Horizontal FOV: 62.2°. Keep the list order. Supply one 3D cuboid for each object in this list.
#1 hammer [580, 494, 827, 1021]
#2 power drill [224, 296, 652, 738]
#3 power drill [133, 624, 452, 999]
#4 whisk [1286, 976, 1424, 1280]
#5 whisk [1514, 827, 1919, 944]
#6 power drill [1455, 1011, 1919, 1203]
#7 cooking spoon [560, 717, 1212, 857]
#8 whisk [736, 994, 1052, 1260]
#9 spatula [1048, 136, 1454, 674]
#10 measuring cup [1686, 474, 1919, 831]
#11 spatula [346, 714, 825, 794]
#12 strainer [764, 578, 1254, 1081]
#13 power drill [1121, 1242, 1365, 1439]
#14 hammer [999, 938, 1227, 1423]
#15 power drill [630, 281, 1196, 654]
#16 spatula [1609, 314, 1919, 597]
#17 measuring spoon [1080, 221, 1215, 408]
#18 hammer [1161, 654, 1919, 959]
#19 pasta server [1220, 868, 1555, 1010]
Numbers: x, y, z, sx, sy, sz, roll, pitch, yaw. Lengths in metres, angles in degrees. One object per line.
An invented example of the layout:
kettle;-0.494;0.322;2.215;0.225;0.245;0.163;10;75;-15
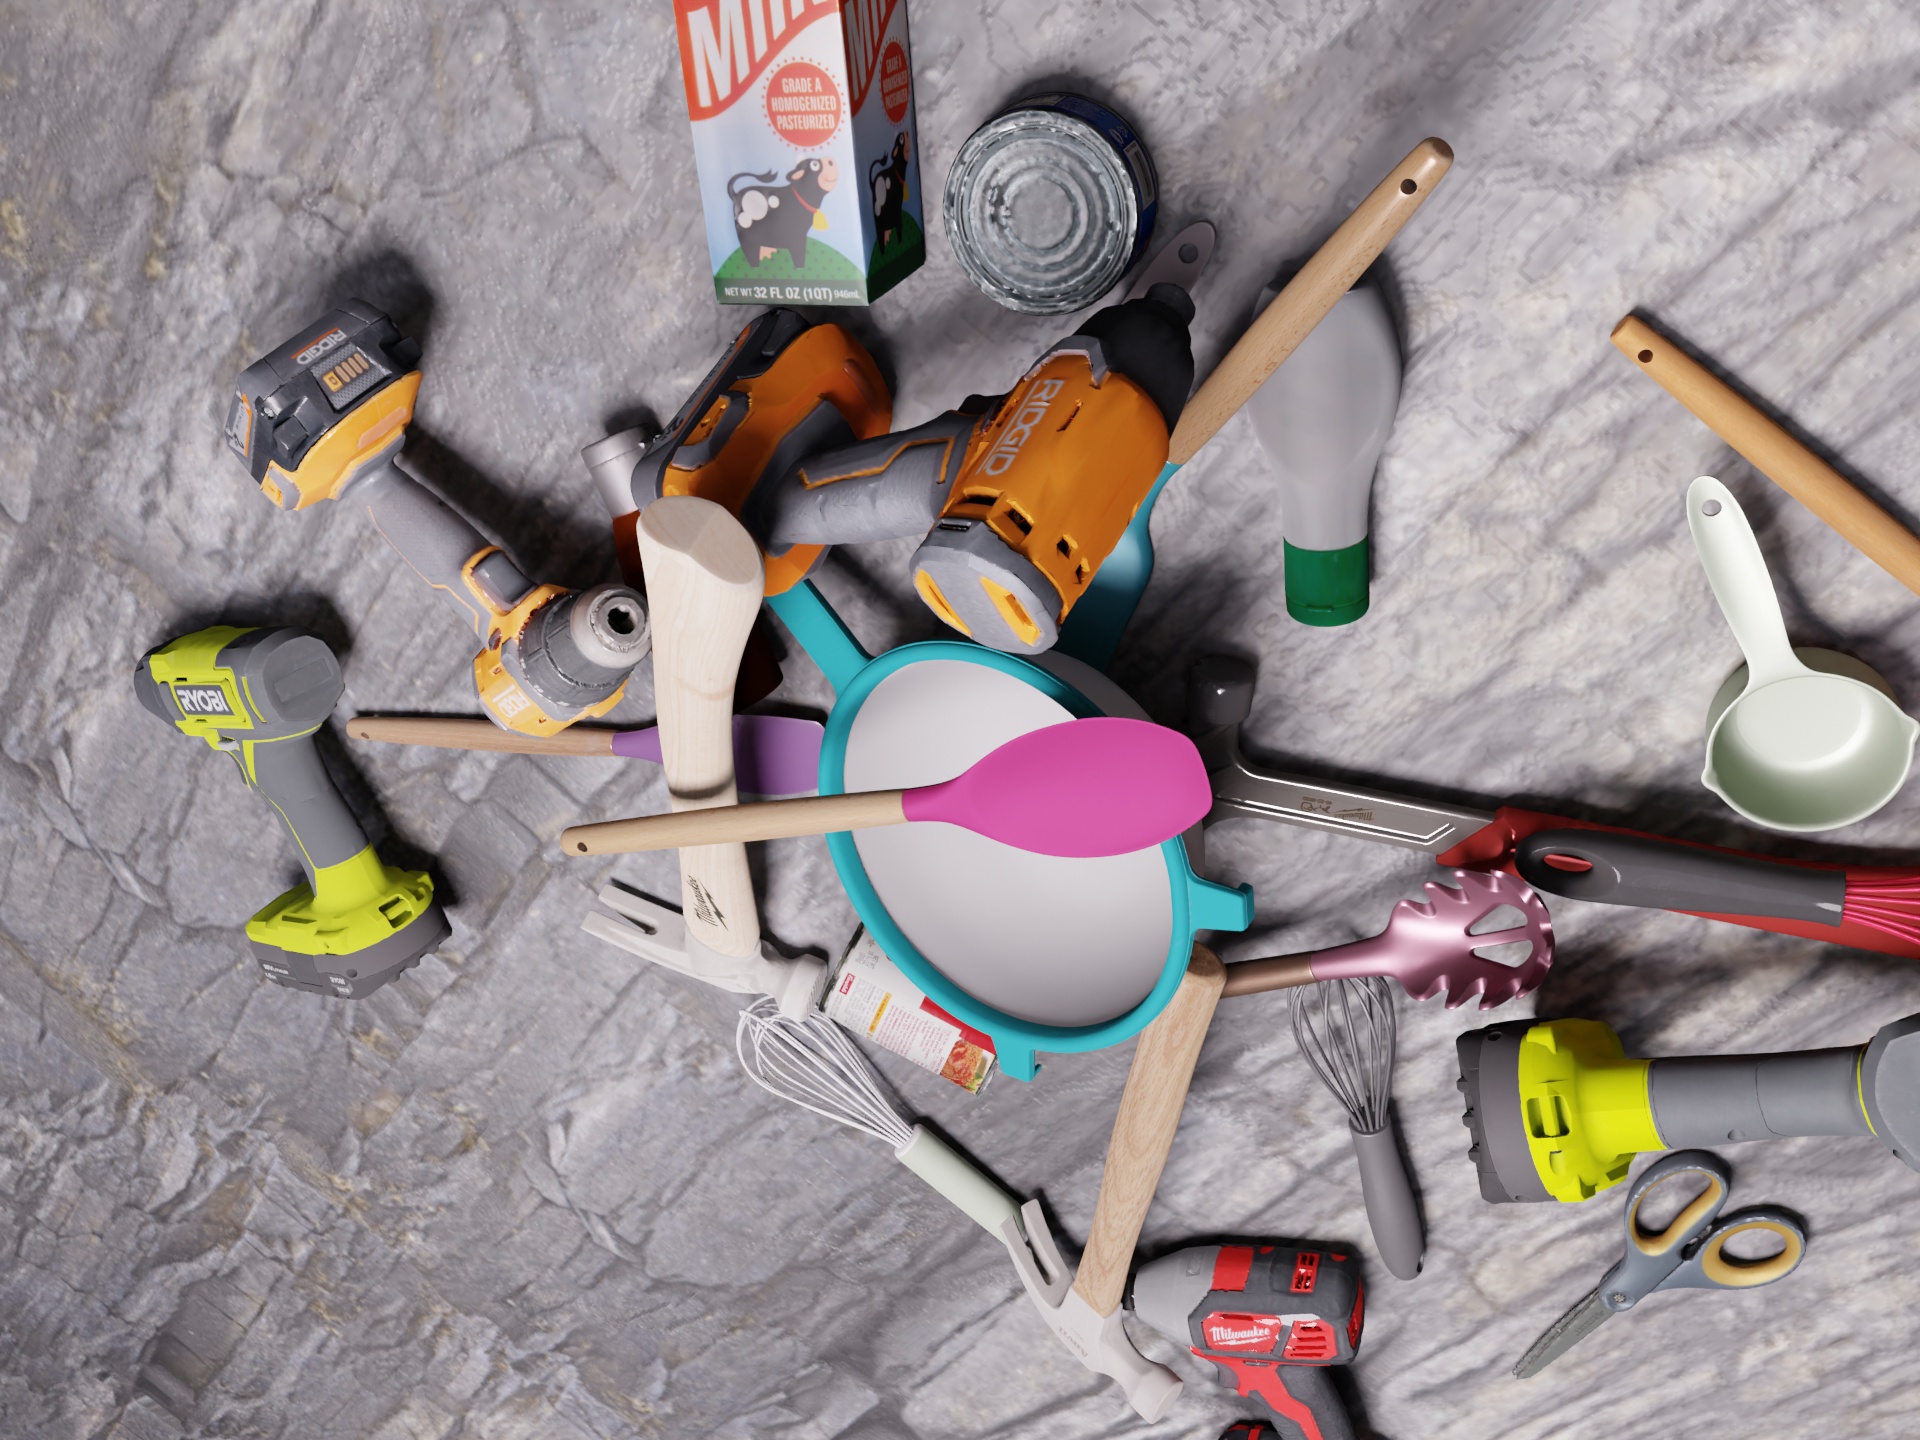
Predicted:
hammer;-0.135;0.032;0.781;0.146;0.038;0.410;20;147;7
power drill;-0.247;-0.091;0.780;0.226;0.084;0.185;50;153;-13
power drill;-0.410;0.050;0.961;0.171;0.080;0.223;0;117;36
whisk;0.217;0.215;0.842;0.055;0.055;0.238;-6;121;24
whisk;0.380;0.076;0.646;0.296;0.073;0.073;7;122;25
power drill;0.356;0.161;0.697;0.228;0.190;0.080;-15;76;36
cooking spoon;-0.046;0.039;0.703;0.319;0.017;0.068;-8;121;23
whisk;-0.038;0.251;0.966;0.246;0.058;0.059;41;160;-10
spatula;0.097;-0.118;0.654;0.082;0.044;0.317;37;147;-3
measuring cup;0.332;-0.032;0.655;0.083;0.038;0.167;-20;109;30
spatula;-0.216;0.013;0.903;0.316;0.018;0.059;3;132;19
strainer;-0.001;-0.002;0.777;0.340;0.095;0.211;51;134;8
power drill;0.179;0.409;0.957;0.143;0.078;0.219;-4;115;23
hammer;0.091;0.243;0.861;0.130;0.031;0.331;35;134;31
power drill;-0.014;-0.116;0.652;0.227;0.164;0.084;12;151;42
spatula;0.381;-0.050;0.621;0.322;0.041;0.081;38;137;-2
measuring spoon;0.071;-0.165;0.691;0.034;0.018;0.124;37;119;-3
hammer;0.273;0.068;0.738;0.359;0.037;0.149;11;123;15
pasta server;0.149;0.124;0.782;0.316;0.040;0.060;-19;73;44
